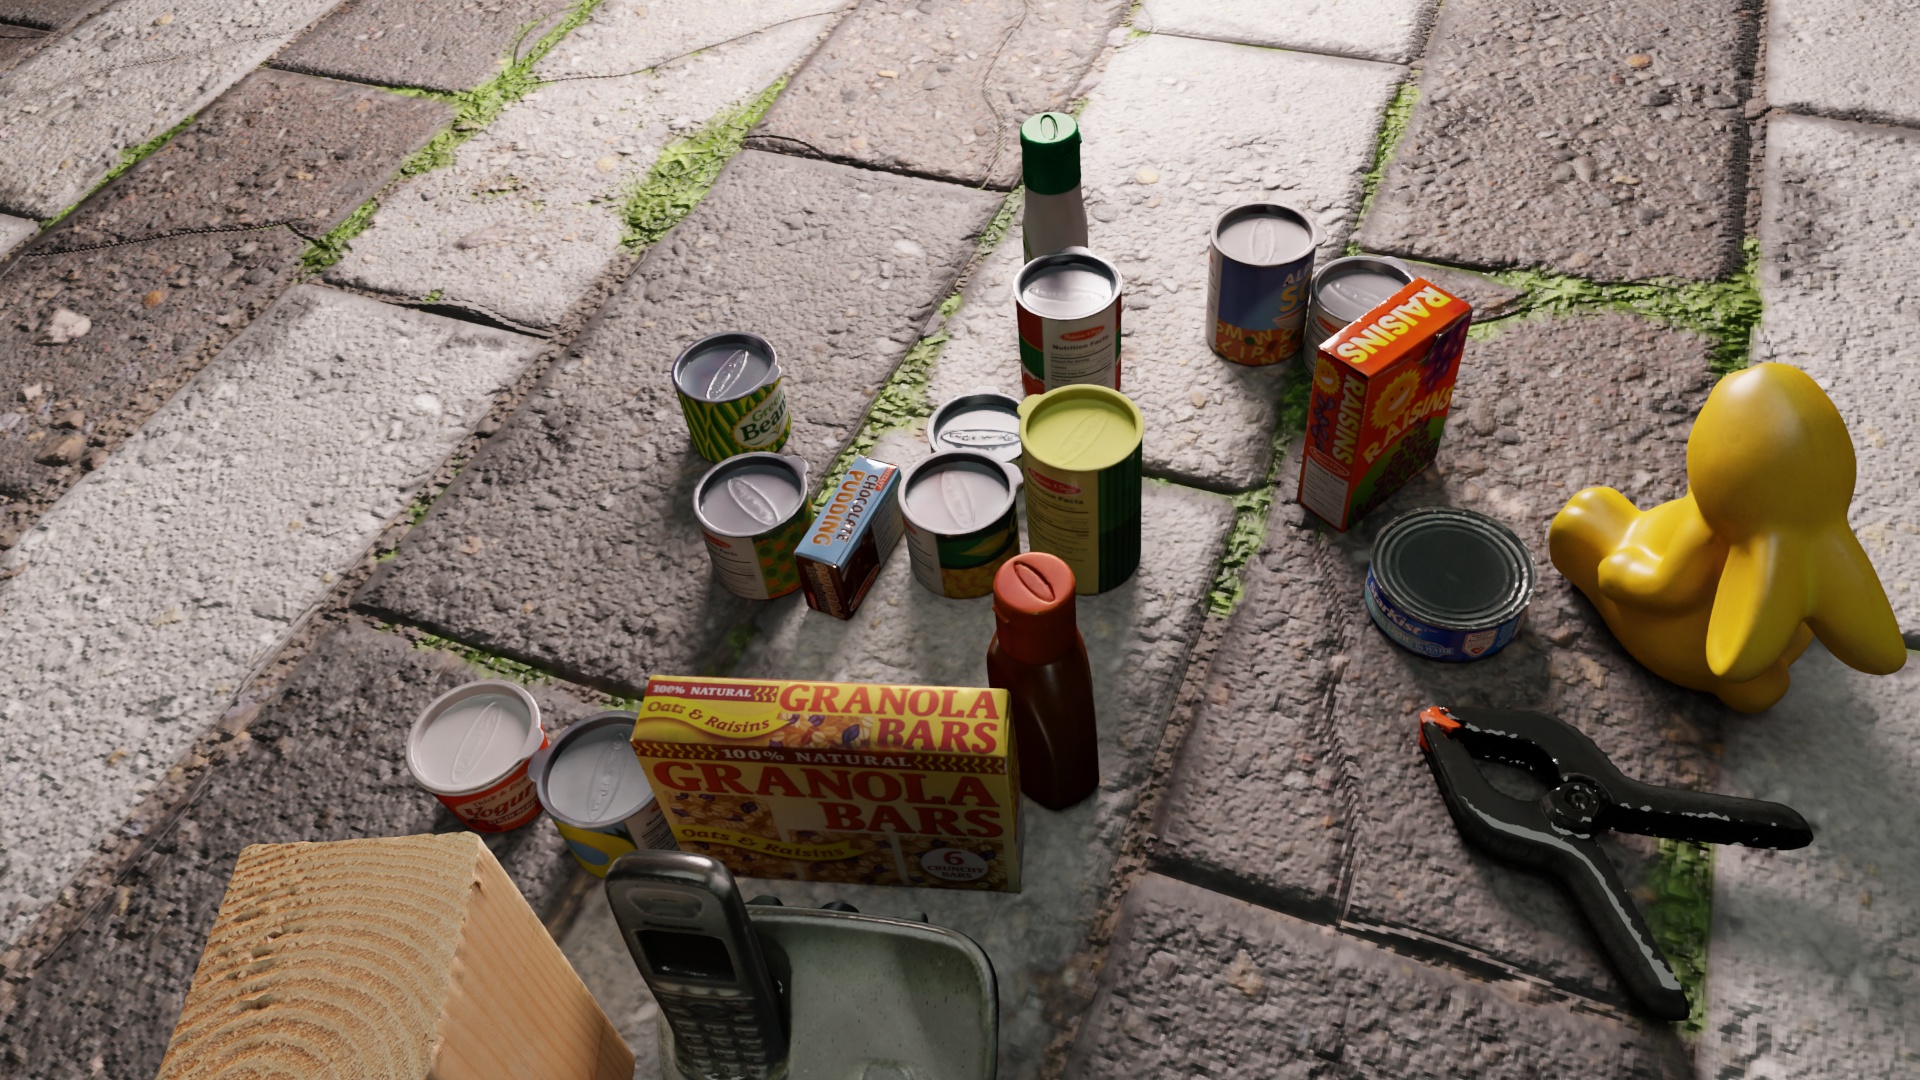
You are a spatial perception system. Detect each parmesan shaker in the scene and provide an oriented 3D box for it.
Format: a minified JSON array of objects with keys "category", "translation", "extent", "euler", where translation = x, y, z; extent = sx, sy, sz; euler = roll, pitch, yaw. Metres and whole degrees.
[{"category":"parmesan shaker","translation":[0.066,-0.028,0.774],"extent":[0.071,0.102,0.072],"euler":[-3,49,4]}]

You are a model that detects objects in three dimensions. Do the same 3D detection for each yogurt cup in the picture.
[{"category":"yogurt cup","translation":[-0.243,0.114,0.716],"extent":[0.072,0.053,0.073],"euler":[-3,49,4]}]

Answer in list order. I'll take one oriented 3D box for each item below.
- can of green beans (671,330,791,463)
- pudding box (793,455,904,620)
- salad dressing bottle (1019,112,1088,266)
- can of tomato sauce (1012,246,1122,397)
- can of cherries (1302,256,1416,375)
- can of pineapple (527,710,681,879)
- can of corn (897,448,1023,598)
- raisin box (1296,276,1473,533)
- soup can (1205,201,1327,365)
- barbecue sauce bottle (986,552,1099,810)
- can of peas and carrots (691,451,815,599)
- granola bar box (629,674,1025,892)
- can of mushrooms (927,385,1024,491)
[{"category":"can of green beans","translation":[-0.144,-0.090,0.882],"extent":[0.071,0.057,0.071],"euler":[-3,49,4]},{"category":"pudding box","translation":[-0.061,-0.002,0.801],"extent":[0.030,0.049,0.084],"euler":[15,52,19]},{"category":"salad dressing bottle","translation":[0.061,-0.204,0.900],"extent":[0.044,0.146,0.064],"euler":[-6,49,2]},{"category":"can of tomato sauce","translation":[0.069,-0.131,0.877],"extent":[0.071,0.082,0.071],"euler":[-3,49,4]},{"category":"can of cherries","translation":[0.255,-0.138,0.879],"extent":[0.071,0.058,0.072],"euler":[-3,49,4]},{"category":"can of pineapple","translation":[-0.172,0.127,0.694],"extent":[0.071,0.057,0.071],"euler":[-3,49,4]},{"category":"can of corn","translation":[0.003,-0.010,0.794],"extent":[0.071,0.058,0.071],"euler":[-3,49,4]},{"category":"raisin box","translation":[0.236,-0.074,0.782],"extent":[0.086,0.122,0.040],"euler":[-33,53,-21]},{"category":"soup can","translation":[0.194,-0.164,0.892],"extent":[0.071,0.083,0.072],"euler":[-3,49,4]},{"category":"barbecue sauce bottle","translation":[0.038,0.066,0.663],"extent":[0.044,0.147,0.065],"euler":[-28,52,-17]},{"category":"can of peas and carrots","translation":[-0.115,-0.010,0.807],"extent":[0.071,0.058,0.071],"euler":[-3,49,4]},{"category":"granola bar box","translation":[-0.055,0.114,0.648],"extent":[0.165,0.123,0.039],"euler":[1,49,8]},{"category":"can of mushrooms","translation":[0.014,-0.060,0.853],"extent":[0.071,0.033,0.071],"euler":[-3,49,4]}]
